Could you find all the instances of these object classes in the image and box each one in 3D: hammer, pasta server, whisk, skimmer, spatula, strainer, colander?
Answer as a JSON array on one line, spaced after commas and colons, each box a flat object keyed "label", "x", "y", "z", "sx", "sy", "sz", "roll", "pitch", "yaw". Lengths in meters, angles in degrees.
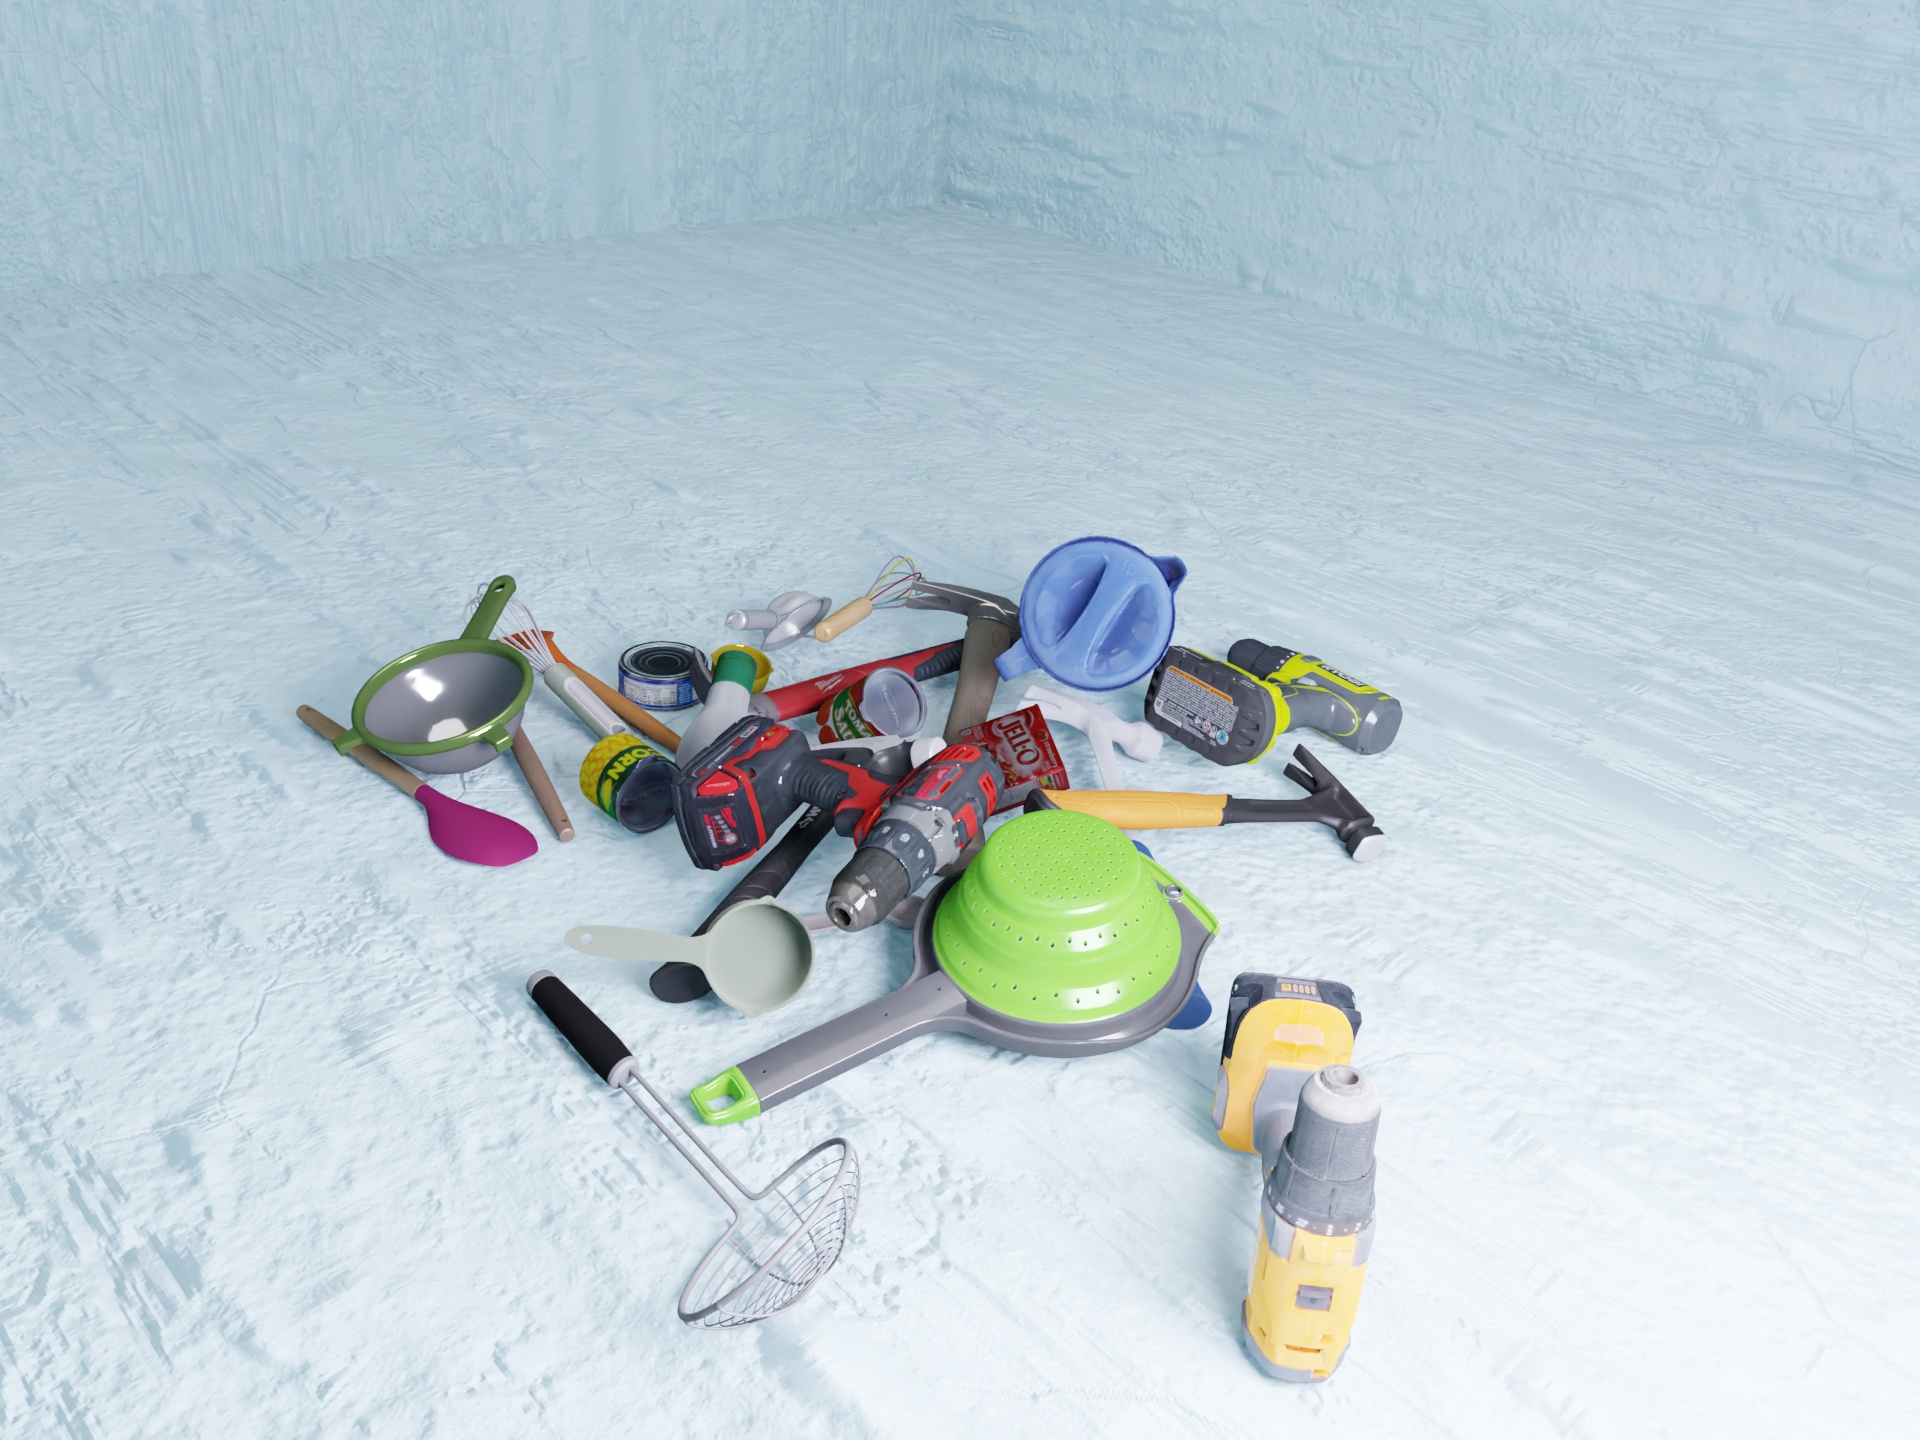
[{"label": "hammer", "x": 0.192, "y": 0.067, "z": 1.295, "sx": 0.336, "sy": 0.034, "sz": 0.127, "roll": 2, "pitch": 36, "yaw": -33}, {"label": "pasta server", "x": -0.389, "y": 0.019, "z": 1.391, "sx": 0.060, "sy": 0.040, "sz": 0.317, "roll": -11, "pitch": 36, "yaw": -27}, {"label": "whisk", "x": -0.376, "y": -0.048, "z": 1.456, "sx": 0.058, "sy": 0.059, "sz": 0.246, "roll": -29, "pitch": 56, "yaw": -36}, {"label": "skimmer", "x": -0.187, "y": 0.229, "z": 0.957, "sx": 0.127, "sy": 0.090, "sz": 0.364, "roll": -44, "pitch": 45, "yaw": -16}, {"label": "hammer", "x": -0.073, "y": -0.056, "z": 1.545, "sx": 0.386, "sy": 0.038, "sz": 0.143, "roll": -17, "pitch": 48, "yaw": -39}, {"label": "whisk", "x": -0.091, "y": -0.120, "z": 1.649, "sx": 0.051, "sy": 0.047, "sz": 0.245, "roll": 36, "pitch": 28, "yaw": 6}, {"label": "hammer", "x": 0.133, "y": 0.096, "z": 1.288, "sx": 0.144, "sy": 0.035, "sz": 0.406, "roll": 22, "pitch": 27, "yaw": -18}, {"label": "spatula", "x": -0.347, "y": -0.027, "z": 1.487, "sx": 0.323, "sy": 0.041, "sz": 0.081, "roll": 31, "pitch": 38, "yaw": 33}, {"label": "strainer", "x": -0.181, "y": -0.099, "z": 1.524, "sx": 0.050, "sy": 0.087, "sz": 0.258, "roll": 51, "pitch": 10, "yaw": 3}, {"label": "colander", "x": 0.000, "y": 0.155, "z": 1.072, "sx": 0.397, "sy": 0.094, "sz": 0.205, "roll": -21, "pitch": 41, "yaw": -26}, {"label": "hammer", "x": -0.139, "y": 0.106, "z": 1.231, "sx": 0.146, "sy": 0.035, "sz": 0.335, "roll": -3, "pitch": 27, "yaw": 28}, {"label": "strainer", "x": -0.426, "y": -0.033, "z": 1.387, "sx": 0.151, "sy": 0.069, "sz": 0.257, "roll": -2, "pitch": 38, "yaw": 6}, {"label": "hammer", "x": -0.002, "y": -0.005, "z": 1.434, "sx": 0.146, "sy": 0.038, "sz": 0.411, "roll": 14, "pitch": 34, "yaw": -1}]

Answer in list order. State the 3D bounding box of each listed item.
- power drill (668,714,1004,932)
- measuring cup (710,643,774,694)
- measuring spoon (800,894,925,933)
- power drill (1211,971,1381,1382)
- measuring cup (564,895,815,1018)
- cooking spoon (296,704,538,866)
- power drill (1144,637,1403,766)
[{"label": "power drill", "x": -0.101, "y": 0.075, "z": 1.150, "sx": 0.227, "sy": 0.080, "sz": 0.188, "roll": 7, "pitch": 33, "yaw": 30}, {"label": "measuring cup", "x": -0.215, "y": -0.014, "z": 1.487, "sx": 0.062, "sy": 0.029, "sz": 0.157, "roll": 14, "pitch": 40, "yaw": -7}, {"label": "measuring spoon", "x": -0.083, "y": 0.155, "z": 1.201, "sx": 0.124, "sy": 0.018, "sz": 0.034, "roll": -8, "pitch": 30, "yaw": -10}, {"label": "power drill", "x": 0.198, "y": 0.232, "z": 0.920, "sx": 0.084, "sy": 0.185, "sz": 0.226, "roll": 5, "pitch": 25, "yaw": 4}, {"label": "measuring cup", "x": -0.183, "y": 0.153, "z": 1.077, "sx": 0.167, "sy": 0.083, "sz": 0.038, "roll": 8, "pitch": -4, "yaw": -14}, {"label": "cooking spoon", "x": -0.463, "y": 0.050, "z": 1.325, "sx": 0.319, "sy": 0.017, "sz": 0.069, "roll": 25, "pitch": 32, "yaw": 33}, {"label": "power drill", "x": 0.282, "y": -0.026, "z": 1.504, "sx": 0.228, "sy": 0.080, "sz": 0.191, "roll": -5, "pitch": 28, "yaw": -43}]
